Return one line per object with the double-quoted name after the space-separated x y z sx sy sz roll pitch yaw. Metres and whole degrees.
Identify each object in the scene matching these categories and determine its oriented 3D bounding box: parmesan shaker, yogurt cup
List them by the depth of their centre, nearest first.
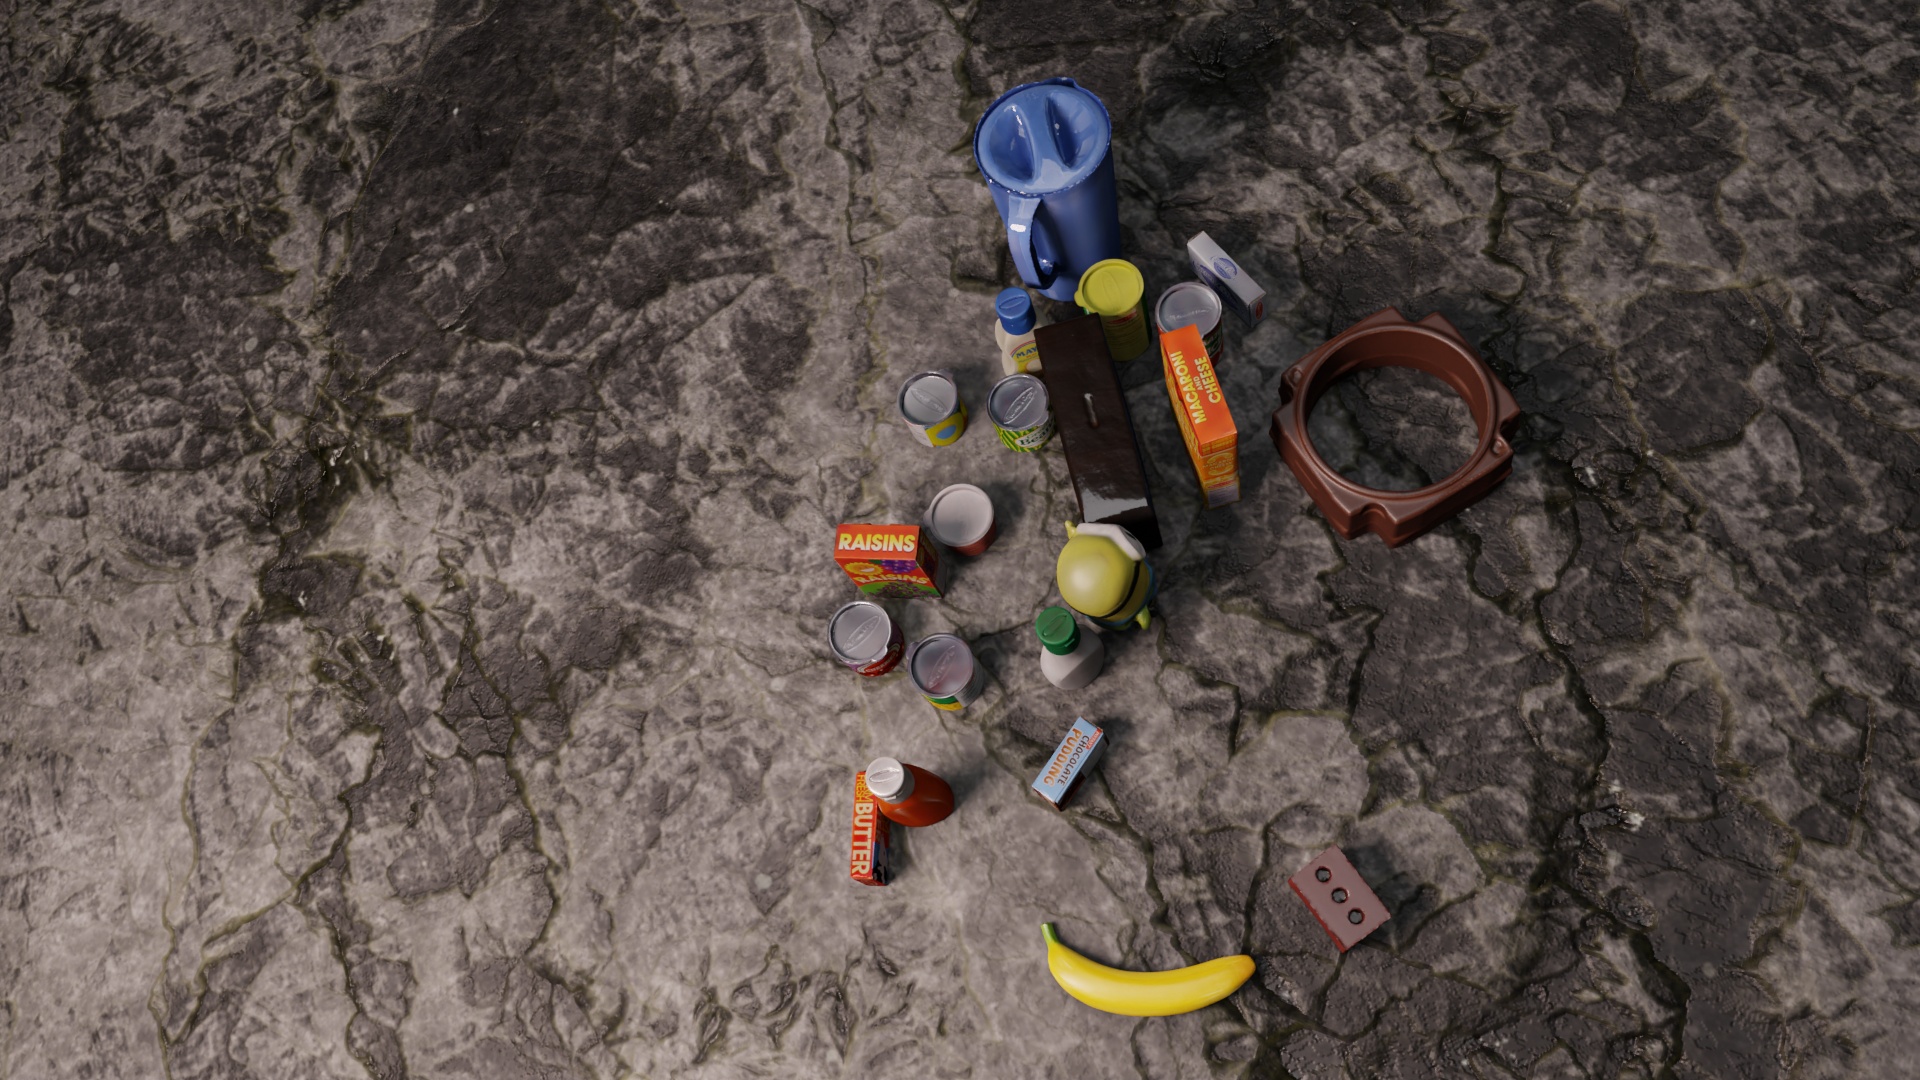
0.005 -0.018 1.431 0.072 0.053 0.072 -4 69 11 "yogurt cup"
0.161 -0.239 1.454 0.071 0.103 0.071 -4 69 11 "parmesan shaker"

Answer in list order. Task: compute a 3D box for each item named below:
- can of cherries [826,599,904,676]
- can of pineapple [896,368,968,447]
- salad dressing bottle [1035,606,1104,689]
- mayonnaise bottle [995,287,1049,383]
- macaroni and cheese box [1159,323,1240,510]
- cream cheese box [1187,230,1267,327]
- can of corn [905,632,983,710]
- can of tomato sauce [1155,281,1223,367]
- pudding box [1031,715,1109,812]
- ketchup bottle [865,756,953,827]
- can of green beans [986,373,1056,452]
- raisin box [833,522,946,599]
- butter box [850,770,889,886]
-0.094 0.102 1.405 0.071 0.058 0.072 -4 69 11 "can of cherries"
-0.027 -0.141 1.483 0.071 0.057 0.071 -4 69 11 "can of pineapple"
0.101 0.101 1.313 0.064 0.147 0.044 -41 67 -4 "salad dressing bottle"
0.067 -0.210 1.439 0.065 0.147 0.041 -21 67 5 "mayonnaise bottle"
0.235 -0.117 1.356 0.040 0.166 0.124 -18 67 6 "macaroni and cheese box"
0.281 -0.275 1.468 0.024 0.053 0.104 -37 66 -3 "cream cheese box"
-0.016 0.129 1.377 0.071 0.058 0.071 -4 69 11 "can of corn"
0.239 -0.216 1.438 0.071 0.083 0.071 -4 69 11 "can of tomato sauce"
0.106 0.213 1.322 0.030 0.049 0.084 32 79 21 "pudding box"
-0.051 0.234 1.295 0.065 0.148 0.044 -14 67 7 "ketchup bottle"
0.065 -0.133 1.459 0.071 0.057 0.071 -4 69 11 "can of green beans"
-0.068 0.021 1.394 0.086 0.123 0.040 2 70 13 "raisin box"
-0.086 0.277 1.338 0.024 0.053 0.104 -3 69 12 "butter box"
